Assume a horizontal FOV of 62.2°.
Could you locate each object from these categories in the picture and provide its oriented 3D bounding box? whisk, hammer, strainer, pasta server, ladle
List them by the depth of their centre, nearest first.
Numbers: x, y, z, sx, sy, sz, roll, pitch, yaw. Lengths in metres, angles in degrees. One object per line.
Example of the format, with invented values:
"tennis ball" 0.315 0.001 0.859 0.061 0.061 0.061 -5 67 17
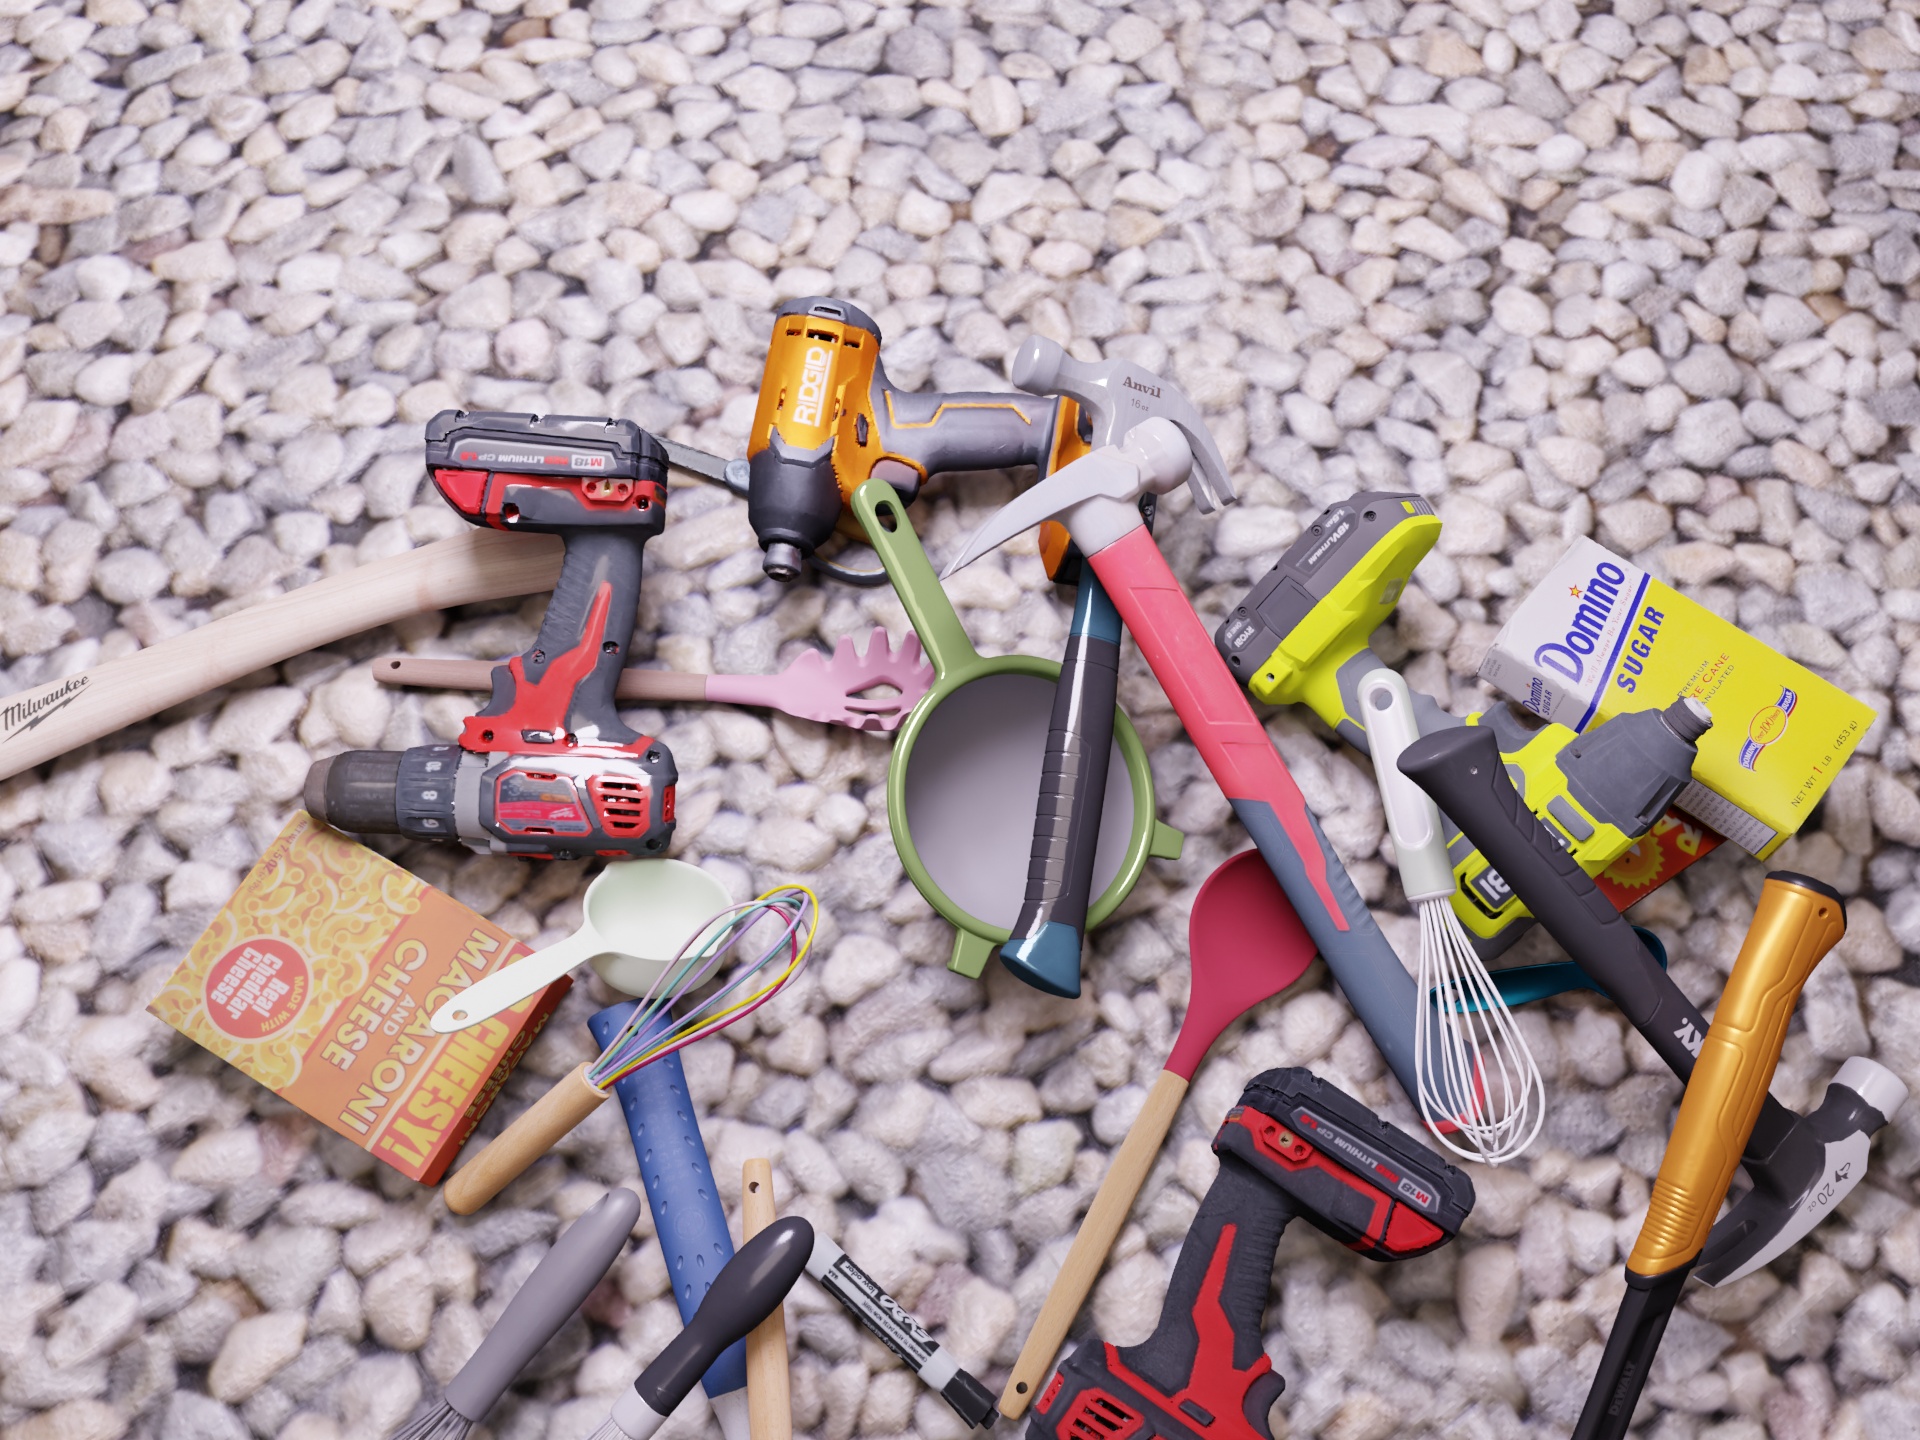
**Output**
"whisk" -0.164 0.333 0.705 0.070 0.070 0.284 41 82 12
"whisk" -0.229 0.315 0.734 0.055 0.055 0.239 37 79 11
"hammer" 0.328 0.226 0.738 0.127 0.034 0.337 24 86 -18
"hammer" -0.097 0.326 0.753 0.144 0.035 0.406 -18 71 -8
"whisk" -0.160 0.162 0.764 0.245 0.051 0.047 -41 71 10
"hammer" 0.320 0.129 0.765 0.146 0.035 0.334 -46 105 -9
"whisk" 0.231 0.093 0.776 0.058 0.059 0.246 -16 77 24
"hammer" 0.141 0.047 0.791 0.143 0.038 0.386 -33 95 -22
"ladle" 0.100 0.205 0.810 0.069 0.031 0.315 27 73 12
"hammer" 0.065 -0.027 0.811 0.128 0.033 0.331 14 76 -20
"strainer" -0.001 -0.003 0.834 0.151 0.069 0.256 -27 91 -25
"hammer" -0.398 -0.048 0.868 0.410 0.038 0.146 -22 68 -7
"pasta server" -0.168 -0.024 0.879 0.316 0.040 0.060 3 58 0

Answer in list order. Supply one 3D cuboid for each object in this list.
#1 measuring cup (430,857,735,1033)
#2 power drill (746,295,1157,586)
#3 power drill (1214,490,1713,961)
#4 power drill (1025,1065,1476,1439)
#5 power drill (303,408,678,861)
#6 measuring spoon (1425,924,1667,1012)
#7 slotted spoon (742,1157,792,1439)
"measuring cup" -0.186 0.124 0.786 0.083 0.038 0.167 35 42 29
"power drill" -0.007 -0.139 0.893 0.226 0.084 0.164 11 71 -4
"power drill" 0.257 -0.009 0.830 0.223 0.171 0.080 49 31 17
"power drill" 0.145 0.289 0.756 0.143 0.078 0.220 33 75 10
"power drill" -0.238 -0.041 0.822 0.188 0.080 0.227 2 91 -3
"measuring spoon" 0.309 0.135 0.849 0.128 0.021 0.042 -11 100 3
"slotted spoon" -0.080 0.356 0.709 0.070 0.031 0.314 -8 68 4
